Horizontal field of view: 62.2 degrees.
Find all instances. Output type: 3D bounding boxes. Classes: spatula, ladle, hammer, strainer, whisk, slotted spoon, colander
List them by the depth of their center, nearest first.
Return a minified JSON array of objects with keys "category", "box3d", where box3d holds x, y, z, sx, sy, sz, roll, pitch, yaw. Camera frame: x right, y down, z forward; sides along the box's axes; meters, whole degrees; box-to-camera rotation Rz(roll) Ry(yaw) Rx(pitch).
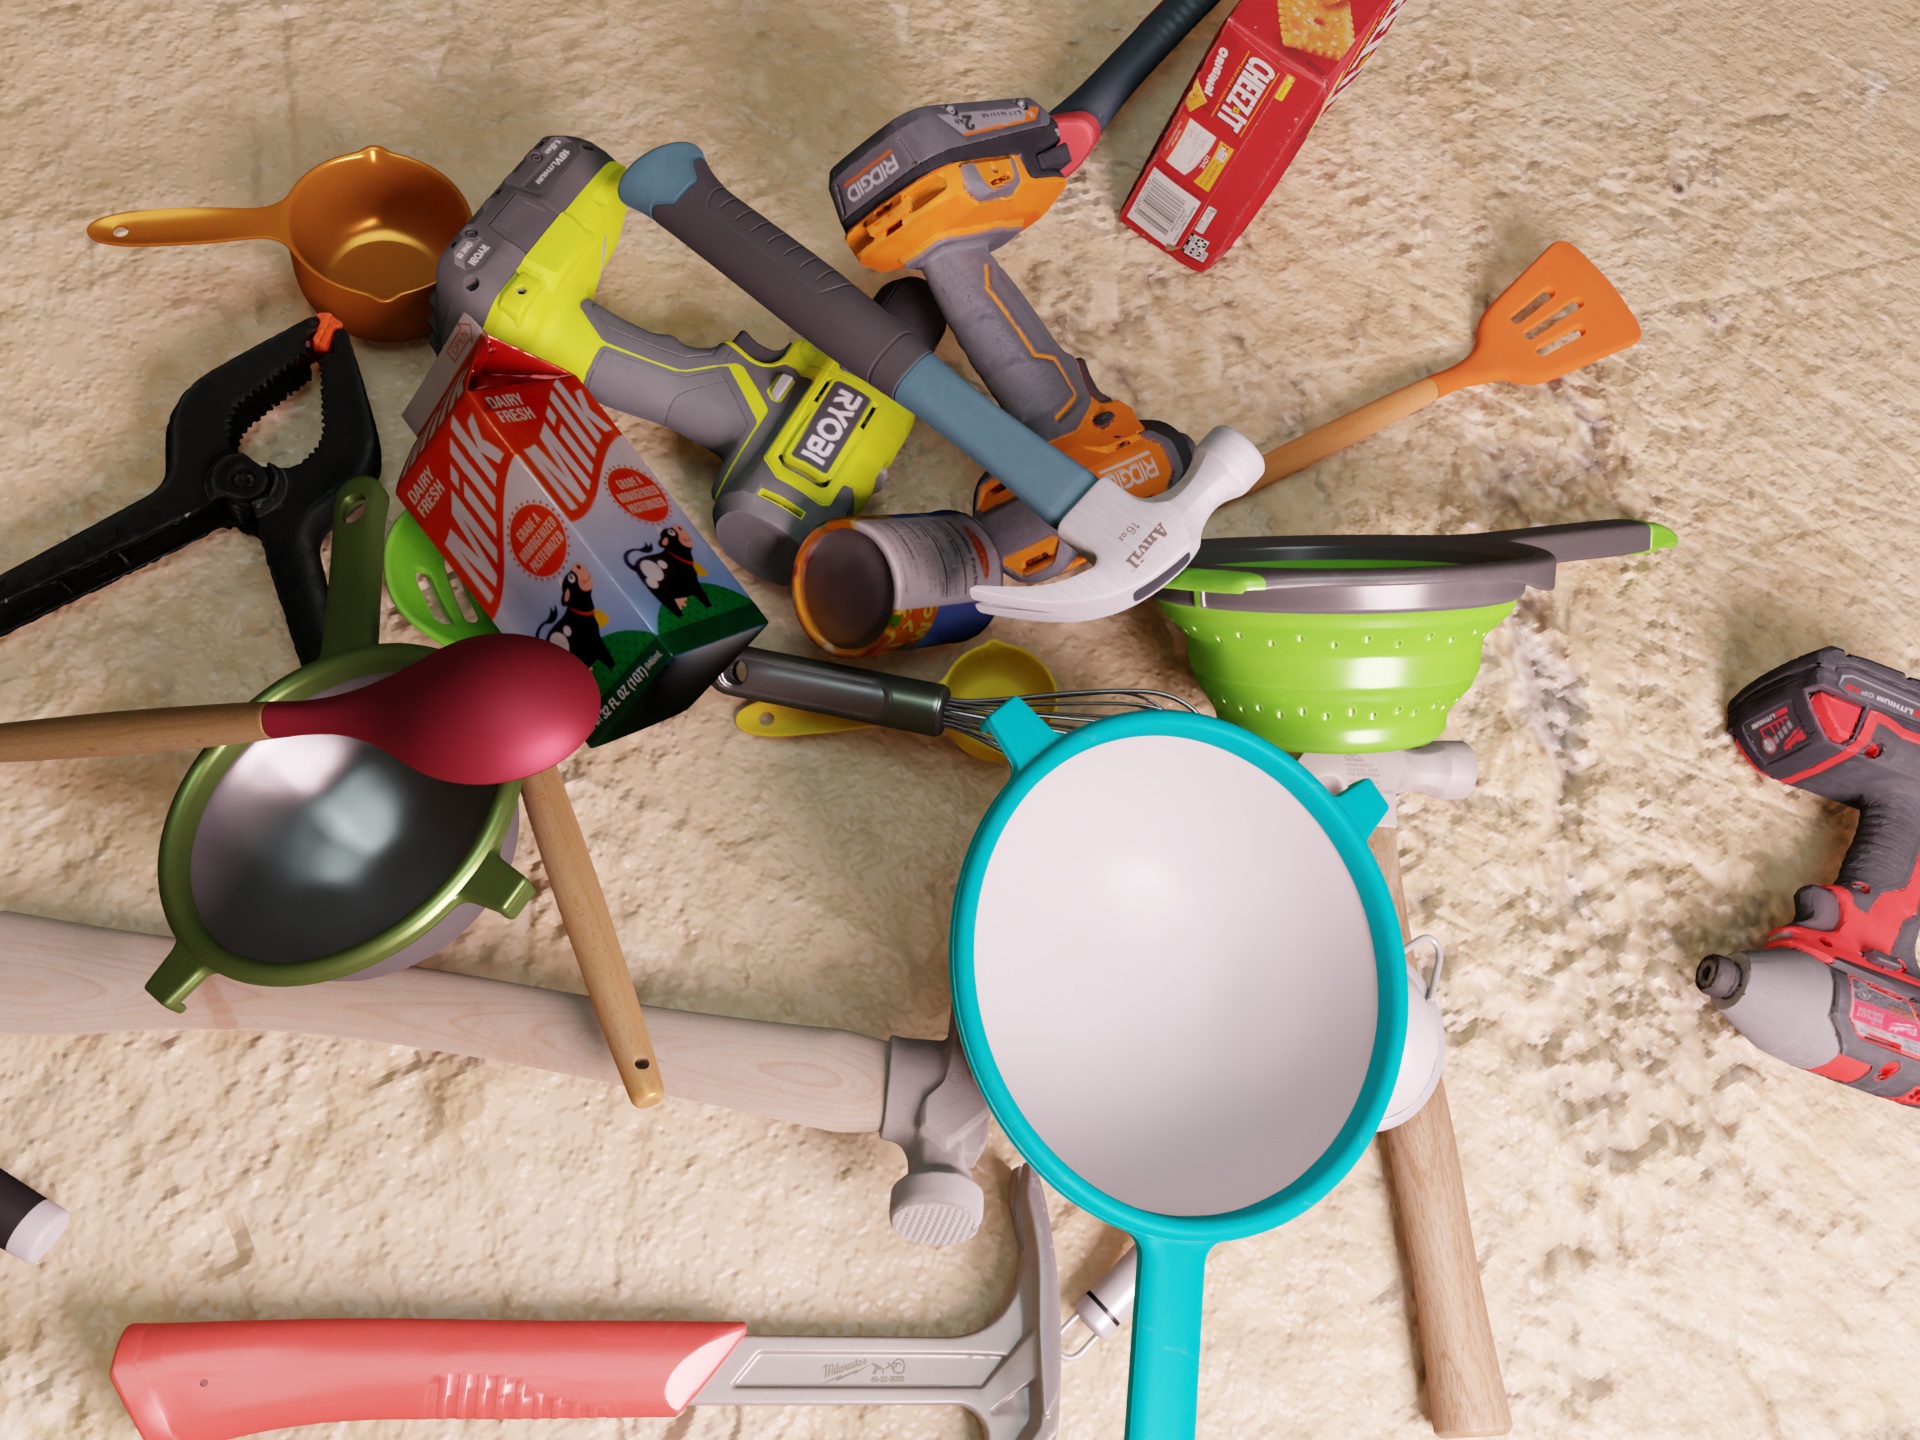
[{"category":"ladle","box3d":[-0.292,0.001,0.628,0.315,0.031,0.069,-4,53,14]},{"category":"hammer","box3d":[-0.135,0.246,0.628,0.359,0.036,0.149,6,65,-13]},{"category":"strainer","box3d":[0.070,0.168,0.652,0.211,0.095,0.340,13,72,-21]},{"category":"hammer","box3d":[-0.189,0.118,0.662,0.410,0.038,0.146,10,46,-6]},{"category":"strainer","box3d":[-0.244,0.006,0.670,0.151,0.069,0.257,-16,54,4]},{"category":"slotted spoon","box3d":[-0.185,0.025,0.689,0.070,0.031,0.314,-11,58,-28]},{"category":"strainer","box3d":[0.136,0.187,0.702,0.258,0.050,0.087,-42,91,-12]},{"category":"hammer","box3d":[-0.030,-0.165,0.726,0.331,0.033,0.128,40,85,16]},{"category":"whisk","box3d":[-0.001,-0.002,0.739,0.246,0.059,0.058,11,96,8]},{"category":"hammer","box3d":[0.210,0.161,0.758,0.130,0.031,0.332,2,66,-14]},{"category":"colander","box3d":[0.248,-0.048,0.826,0.397,0.205,0.094,-9,103,-34]},{"category":"spatula","box3d":[0.259,-0.189,0.923,0.322,0.041,0.081,-28,77,-23]},{"category":"hammer","box3d":[0.156,-0.473,1.006,0.386,0.143,0.038,-50,123,-17]}]

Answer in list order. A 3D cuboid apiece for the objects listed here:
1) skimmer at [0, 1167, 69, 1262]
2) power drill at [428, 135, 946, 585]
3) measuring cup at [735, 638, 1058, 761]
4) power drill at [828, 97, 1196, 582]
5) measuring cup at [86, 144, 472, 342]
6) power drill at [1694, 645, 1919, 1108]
[{"category":"skimmer","box3d":[-0.500,0.106,0.566,0.363,0.090,0.127,31,94,-2]},{"category":"power drill","box3d":[-0.128,-0.194,0.806,0.228,0.080,0.191,29,61,-4]},{"category":"measuring cup","box3d":[-0.031,-0.003,0.779,0.156,0.029,0.062,-5,68,-4]},{"category":"power drill","box3d":[0.041,-0.196,0.816,0.164,0.084,0.226,-29,95,-47]},{"category":"measuring cup","box3d":[-0.328,-0.228,0.783,0.173,0.052,0.095,-6,68,-15]},{"category":"power drill","box3d":[0.462,0.081,0.838,0.143,0.078,0.220,19,66,-5]}]
